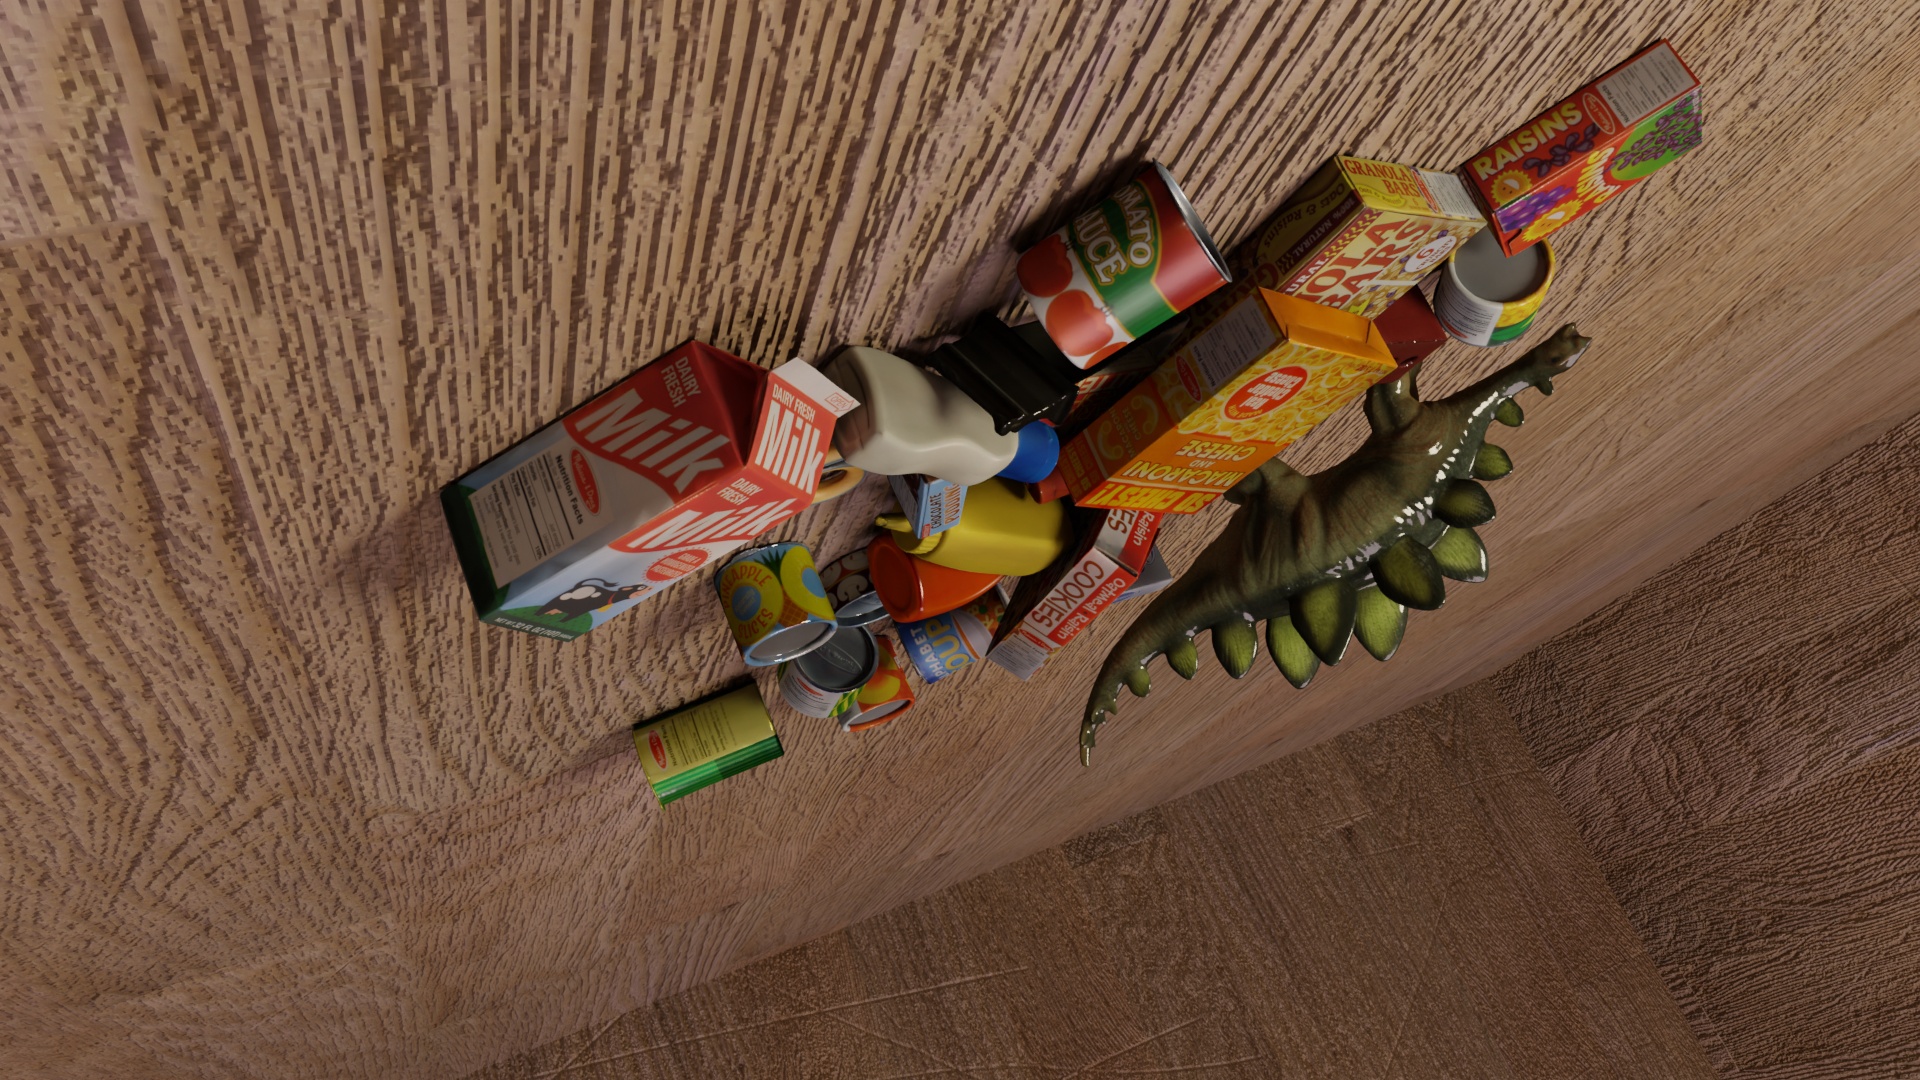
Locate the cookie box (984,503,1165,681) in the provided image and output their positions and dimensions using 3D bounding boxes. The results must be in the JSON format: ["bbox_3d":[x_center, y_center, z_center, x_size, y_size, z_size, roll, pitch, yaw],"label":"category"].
[{"bbox_3d":[0.089,0.013,0.993,0.166,0.040,0.123,-50,-170,50],"label":"cookie box"}]

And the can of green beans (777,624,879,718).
[{"bbox_3d":[-0.100,0.094,1.045,0.071,0.071,0.057,-14,159,-26],"label":"can of green beans"}]

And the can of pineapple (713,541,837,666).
[{"bbox_3d":[-0.120,0.041,0.896,0.071,0.058,0.070,-21,160,-8],"label":"can of pineapple"}]

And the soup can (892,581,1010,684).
[{"bbox_3d":[-0.002,0.066,1.082,0.084,0.071,0.071,-27,160,6],"label":"soup can"}]

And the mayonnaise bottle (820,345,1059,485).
[{"bbox_3d":[-0.006,-0.059,0.739,0.041,0.065,0.148,-36,150,33],"label":"mayonnaise bottle"}]

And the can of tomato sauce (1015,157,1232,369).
[{"bbox_3d":[0.077,-0.132,0.668,0.083,0.071,0.071,-31,160,19],"label":"can of tomato sauce"}]

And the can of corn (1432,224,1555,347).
[{"bbox_3d":[0.343,-0.168,0.891,0.071,0.071,0.058,-25,160,2],"label":"can of corn"}]

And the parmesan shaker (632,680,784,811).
[{"bbox_3d":[-0.197,0.162,1.098,0.103,0.071,0.071,-21,160,-9],"label":"parmesan shaker"}]

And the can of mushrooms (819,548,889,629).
[{"bbox_3d":[-0.064,0.032,0.976,0.071,0.033,0.070,-21,160,-8],"label":"can of mushrooms"}]

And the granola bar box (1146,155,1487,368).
[{"bbox_3d":[0.205,-0.150,0.812,0.124,0.039,0.164,-6,154,-40],"label":"granola bar box"}]

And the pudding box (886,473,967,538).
[{"bbox_3d":[-0.020,-0.040,0.816,0.030,0.050,0.083,-21,160,-13],"label":"pudding box"}]

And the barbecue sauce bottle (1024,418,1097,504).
[{"bbox_3d":[0.113,-0.066,0.915,0.149,0.044,0.064,-21,160,-10],"label":"barbecue sauce bottle"}]

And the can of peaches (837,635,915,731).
[{"bbox_3d":[-0.075,0.119,1.150,0.071,0.058,0.071,-21,160,-8],"label":"can of peaches"}]

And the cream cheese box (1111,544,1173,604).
[{"bbox_3d":[0.120,0.025,1.145,0.104,0.053,0.024,-14,160,-28],"label":"cream cheese box"}]

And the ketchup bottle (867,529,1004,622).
[{"bbox_3d":[0.004,0.011,0.965,0.043,0.065,0.149,-25,174,42],"label":"ketchup bottle"}]

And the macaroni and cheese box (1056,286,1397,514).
[{"bbox_3d":[0.155,-0.077,0.821,0.124,0.040,0.165,3,147,-45],"label":"macaroni and cheese box"}]

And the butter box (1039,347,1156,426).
[{"bbox_3d":[0.061,-0.091,0.818,0.104,0.024,0.053,-12,157,-31],"label":"butter box"}]

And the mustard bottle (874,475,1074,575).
[{"bbox_3d":[0.003,-0.011,0.904,0.160,0.065,0.048,3,144,-42],"label":"mustard bottle"}]

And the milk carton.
[{"bbox_3d":[-0.142,-0.029,0.663,0.190,0.073,0.072,-29,160,12],"label":"milk carton"}]

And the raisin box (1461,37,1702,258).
[{"bbox_3d":[0.361,-0.223,0.806,0.123,0.040,0.086,-31,160,20],"label":"raisin box"}]
